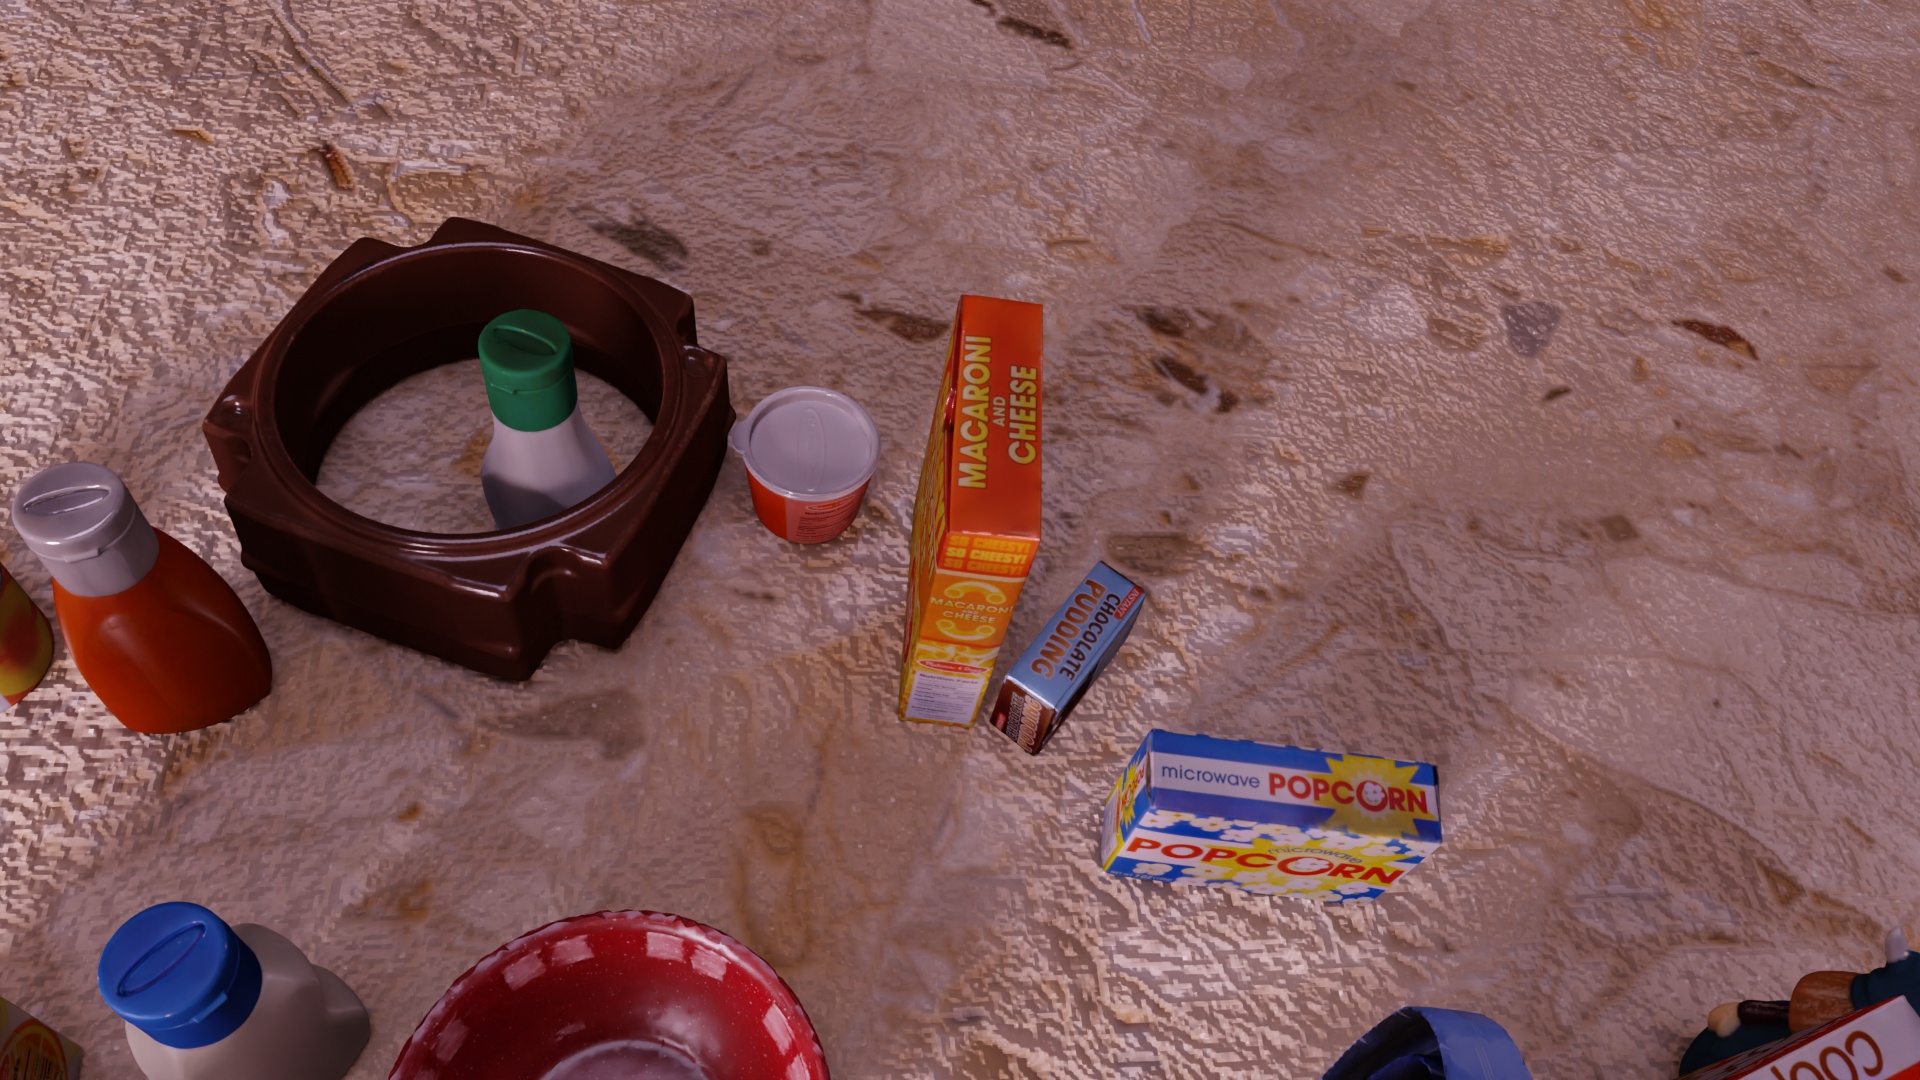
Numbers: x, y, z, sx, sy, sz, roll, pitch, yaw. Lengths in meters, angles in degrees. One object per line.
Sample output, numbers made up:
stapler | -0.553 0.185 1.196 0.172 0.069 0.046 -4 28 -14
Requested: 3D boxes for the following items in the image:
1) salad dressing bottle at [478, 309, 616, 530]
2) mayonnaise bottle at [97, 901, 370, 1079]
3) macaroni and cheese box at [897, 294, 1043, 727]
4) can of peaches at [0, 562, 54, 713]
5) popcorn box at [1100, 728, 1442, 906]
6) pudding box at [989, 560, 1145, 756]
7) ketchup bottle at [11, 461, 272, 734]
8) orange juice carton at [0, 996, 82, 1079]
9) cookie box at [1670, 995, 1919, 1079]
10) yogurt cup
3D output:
salad dressing bottle | -0.186 -0.041 0.621 0.064 0.147 0.044 22 57 5
mayonnaise bottle | -0.248 0.164 0.476 0.041 0.147 0.065 38 59 15
macaroni and cheese box | 0.002 -0.008 0.620 0.040 0.165 0.124 6 56 -5
can of peaches | -0.427 0.035 0.584 0.071 0.057 0.071 4 57 -7
popcorn box | 0.132 0.122 0.605 0.127 0.084 0.038 8 56 -5
pudding box | 0.051 0.055 0.657 0.030 0.049 0.084 34 58 13
ketchup bottle | -0.326 0.026 0.552 0.065 0.148 0.044 -16 61 -19
orange juice carton | -0.348 0.174 0.425 0.072 0.191 0.073 -5 58 -12
cookie box | 0.260 0.227 0.509 0.123 0.166 0.040 -16 61 -19
yogurt cup | -0.076 -0.035 0.692 0.072 0.053 0.073 4 57 -7
